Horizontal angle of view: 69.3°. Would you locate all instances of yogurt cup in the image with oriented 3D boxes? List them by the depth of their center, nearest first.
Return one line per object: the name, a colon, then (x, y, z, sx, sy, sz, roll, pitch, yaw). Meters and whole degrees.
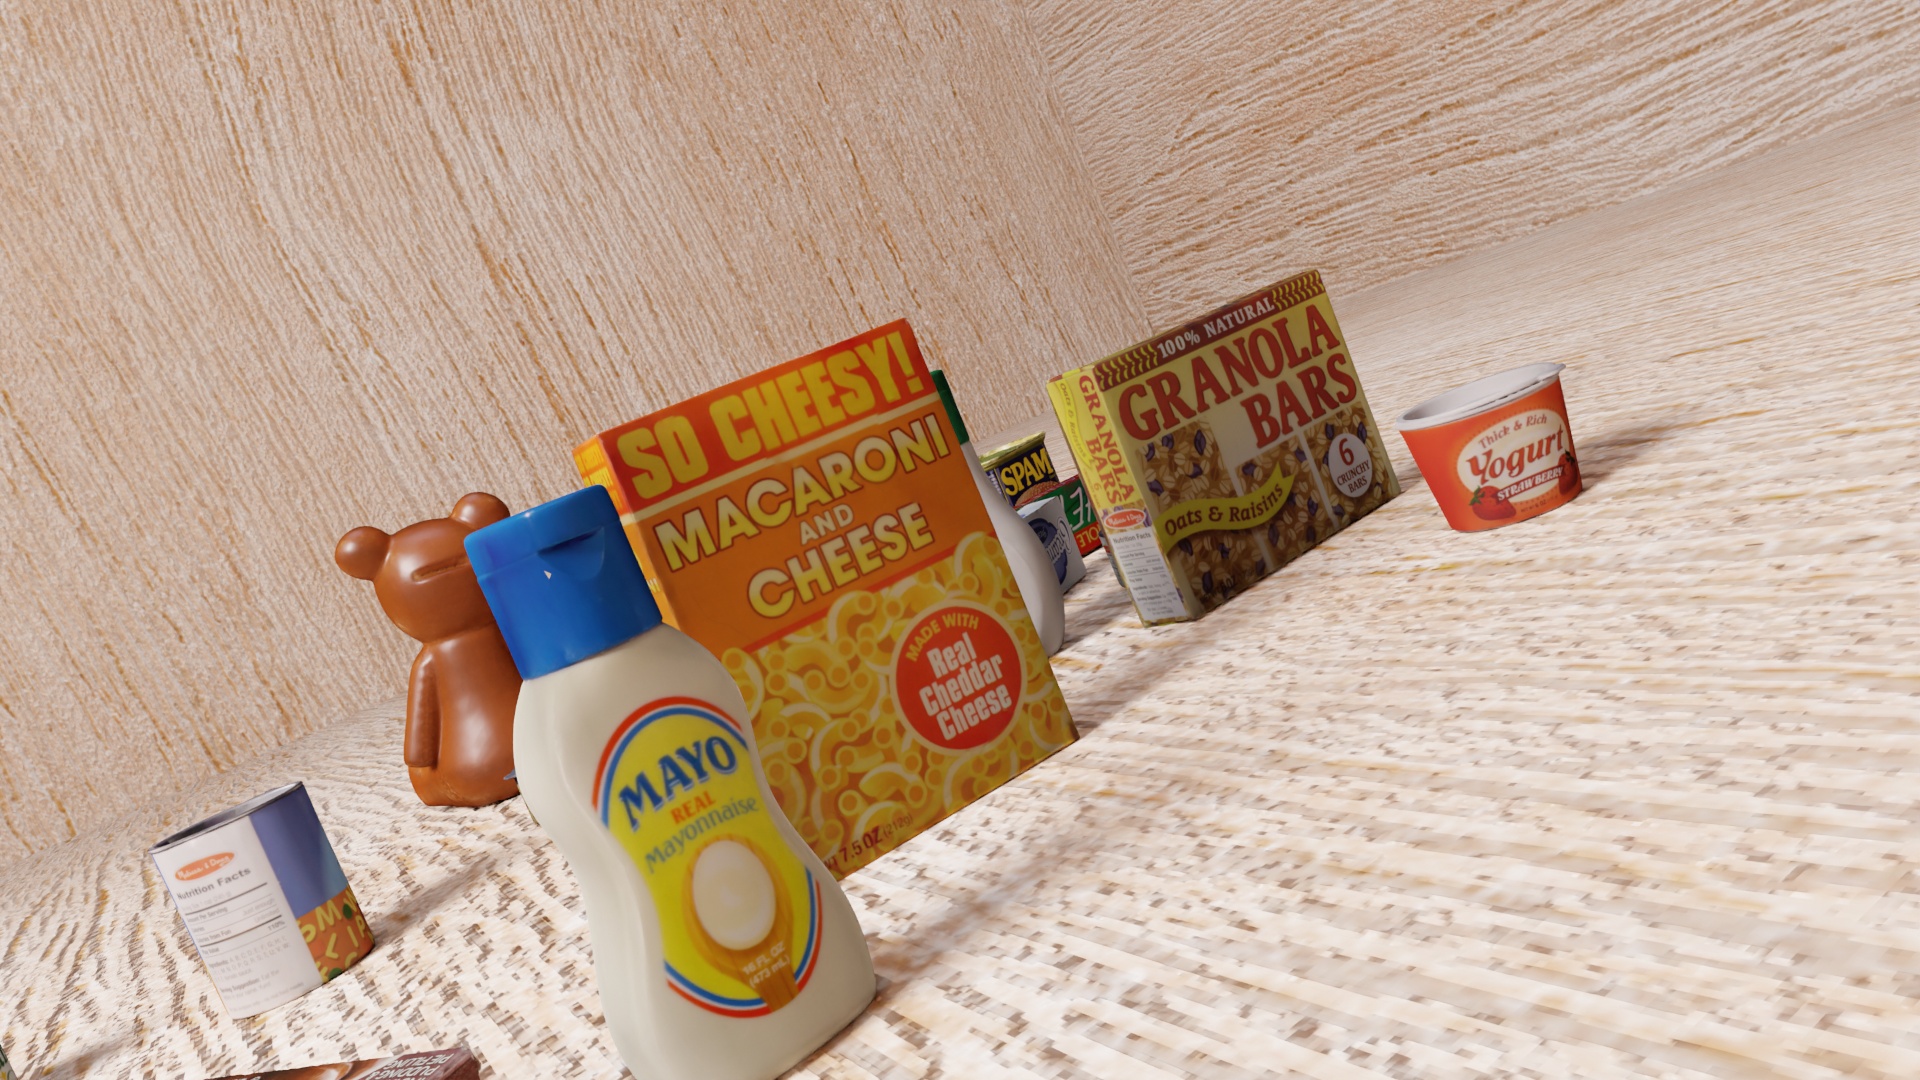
yogurt cup: (0.223, -0.038, 0.581, 0.072, 0.054, 0.072, -22, 6, 2)

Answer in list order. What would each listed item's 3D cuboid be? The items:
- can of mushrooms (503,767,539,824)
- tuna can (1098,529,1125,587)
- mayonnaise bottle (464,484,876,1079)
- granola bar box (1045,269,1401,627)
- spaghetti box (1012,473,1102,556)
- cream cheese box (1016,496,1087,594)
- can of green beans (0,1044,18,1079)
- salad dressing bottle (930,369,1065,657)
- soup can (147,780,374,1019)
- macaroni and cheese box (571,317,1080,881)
can of mushrooms: (-0.216, 0.131, 0.778, 0.071, 0.033, 0.071, -22, 6, 2)
tuna can: (0.114, -0.002, 0.762, 0.071, 0.033, 0.071, -22, 6, 2)
mayonnaise bottle: (-0.075, 0.061, 0.342, 0.065, 0.148, 0.041, -26, 7, -34)
granola bar box: (0.131, -0.048, 0.670, 0.166, 0.124, 0.039, -26, 7, -34)
spaghetti box: (0.049, -0.002, 0.908, 0.251, 0.050, 0.028, -27, 7, -38)
cream cheese box: (0.039, 0.013, 0.805, 0.024, 0.053, 0.104, -19, 7, 27)
can of green beans: (-0.443, 0.232, 0.588, 0.071, 0.057, 0.071, -22, 6, 2)
salad dressing bottle: (0.002, -0.008, 0.672, 0.064, 0.147, 0.044, -19, 6, 30)
soup can: (-0.312, 0.160, 0.627, 0.071, 0.083, 0.071, -22, 6, 2)
macaroni and cheese box: (-0.045, 0.021, 0.488, 0.124, 0.166, 0.040, -25, 6, -28)
